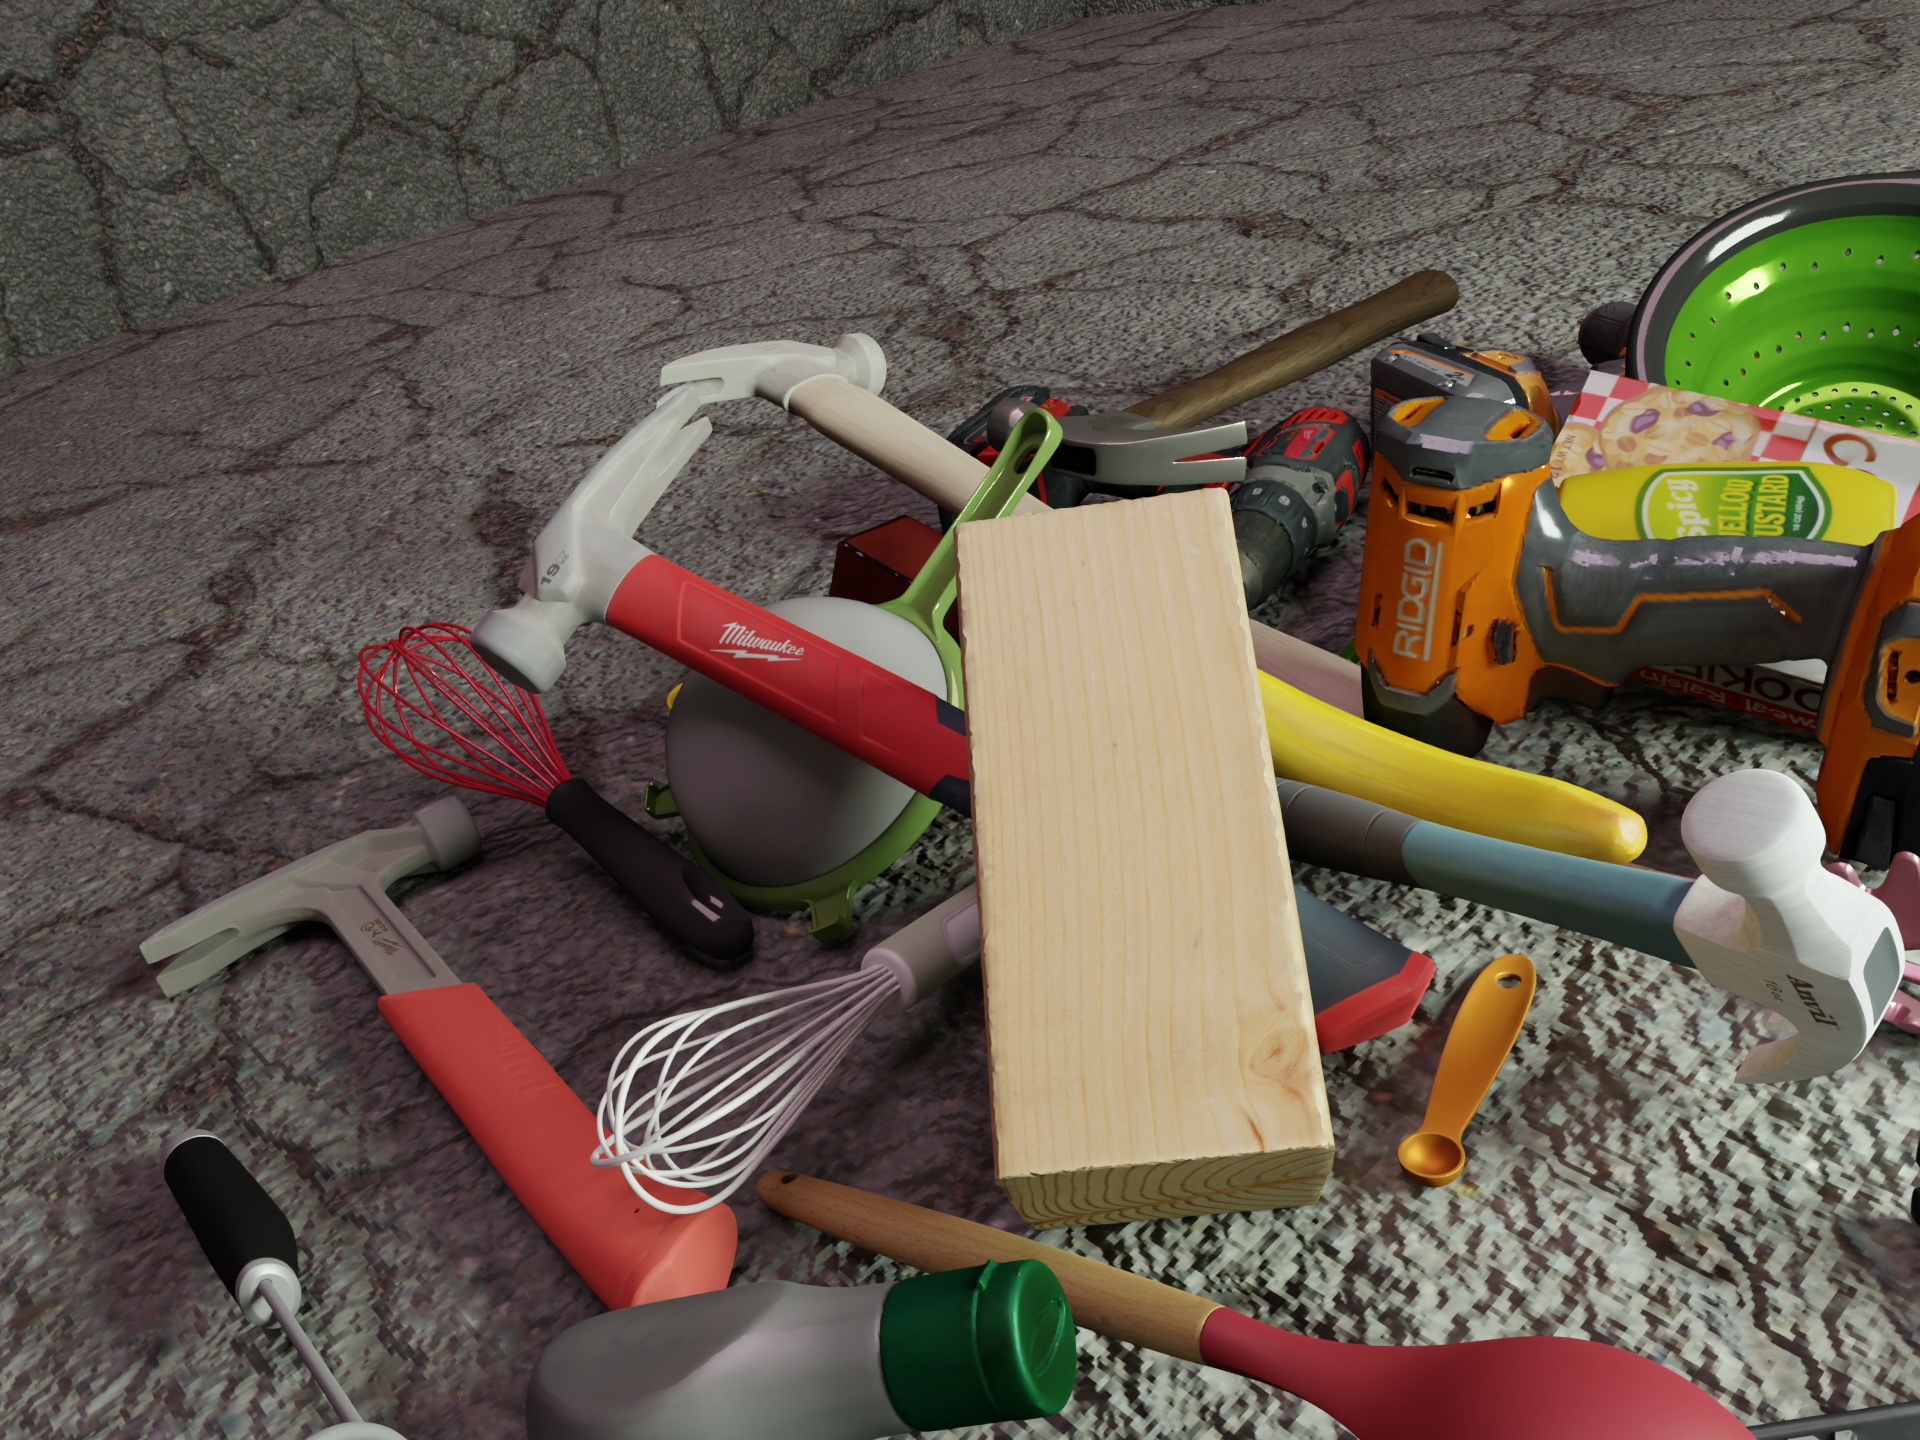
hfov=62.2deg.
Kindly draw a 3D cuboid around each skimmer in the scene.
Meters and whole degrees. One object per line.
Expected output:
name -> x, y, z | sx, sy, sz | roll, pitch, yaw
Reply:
skimmer -> -0.201, 0.195, 0.429 | 0.090, 0.127, 0.363 | -24, 21, -32

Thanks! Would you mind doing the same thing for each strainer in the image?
strainer -> -0.044, -0.043, 0.682 | 0.152, 0.069, 0.256 | 28, 80, 44

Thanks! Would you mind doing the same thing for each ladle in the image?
ladle -> 0.047, 0.153, 0.413 | 0.315, 0.031, 0.069 | 0, 20, 46

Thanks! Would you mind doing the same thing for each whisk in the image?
whisk -> -0.030, 0.093, 0.552 | 0.059, 0.058, 0.246 | -23, 2, 41
whisk -> -0.190, 0.028, 0.723 | 0.073, 0.073, 0.296 | -32, 47, -31

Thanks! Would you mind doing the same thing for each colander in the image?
colander -> 0.352, -0.106, 0.748 | 0.397, 0.094, 0.205 | -33, 56, 1

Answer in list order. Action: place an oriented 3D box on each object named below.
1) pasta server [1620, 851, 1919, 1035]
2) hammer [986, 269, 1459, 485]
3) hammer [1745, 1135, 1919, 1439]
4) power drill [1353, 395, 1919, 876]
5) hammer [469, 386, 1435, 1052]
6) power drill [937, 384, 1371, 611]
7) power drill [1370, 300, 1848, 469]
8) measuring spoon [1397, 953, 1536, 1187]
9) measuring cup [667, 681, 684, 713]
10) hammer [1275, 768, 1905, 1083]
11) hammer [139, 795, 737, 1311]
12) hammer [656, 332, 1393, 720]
pasta server -> 0.218, 0.050, 0.571 | 0.316, 0.040, 0.060 | 16, 68, 43
hammer -> 0.177, -0.200, 0.899 | 0.331, 0.031, 0.130 | -29, 38, -33
hammer -> 0.093, 0.189, 0.380 | 0.409, 0.036, 0.149 | -10, 28, 5
power drill -> 0.252, -0.018, 0.570 | 0.227, 0.164, 0.084 | 17, 34, 29
hammer -> -0.001, -0.002, 0.598 | 0.386, 0.038, 0.143 | 27, 72, 21
power drill -> 0.098, -0.120, 0.883 | 0.227, 0.080, 0.188 | 8, 35, 27
power drill -> 0.347, -0.189, 0.902 | 0.226, 0.084, 0.186 | -13, 28, -10
measuring spoon -> 0.166, 0.112, 0.515 | 0.021, 0.011, 0.117 | 7, 31, 31
measuring cup -> -0.079, -0.014, 0.825 | 0.156, 0.029, 0.062 | -18, 30, -35
hammer -> 0.148, 0.042, 0.542 | 0.033, 0.128, 0.331 | -52, 30, -15
hammer -> -0.197, 0.126, 0.602 | 0.149, 0.036, 0.359 | -29, 32, -26
hammer -> 0.026, -0.090, 0.763 | 0.411, 0.038, 0.146 | 36, 38, 31
